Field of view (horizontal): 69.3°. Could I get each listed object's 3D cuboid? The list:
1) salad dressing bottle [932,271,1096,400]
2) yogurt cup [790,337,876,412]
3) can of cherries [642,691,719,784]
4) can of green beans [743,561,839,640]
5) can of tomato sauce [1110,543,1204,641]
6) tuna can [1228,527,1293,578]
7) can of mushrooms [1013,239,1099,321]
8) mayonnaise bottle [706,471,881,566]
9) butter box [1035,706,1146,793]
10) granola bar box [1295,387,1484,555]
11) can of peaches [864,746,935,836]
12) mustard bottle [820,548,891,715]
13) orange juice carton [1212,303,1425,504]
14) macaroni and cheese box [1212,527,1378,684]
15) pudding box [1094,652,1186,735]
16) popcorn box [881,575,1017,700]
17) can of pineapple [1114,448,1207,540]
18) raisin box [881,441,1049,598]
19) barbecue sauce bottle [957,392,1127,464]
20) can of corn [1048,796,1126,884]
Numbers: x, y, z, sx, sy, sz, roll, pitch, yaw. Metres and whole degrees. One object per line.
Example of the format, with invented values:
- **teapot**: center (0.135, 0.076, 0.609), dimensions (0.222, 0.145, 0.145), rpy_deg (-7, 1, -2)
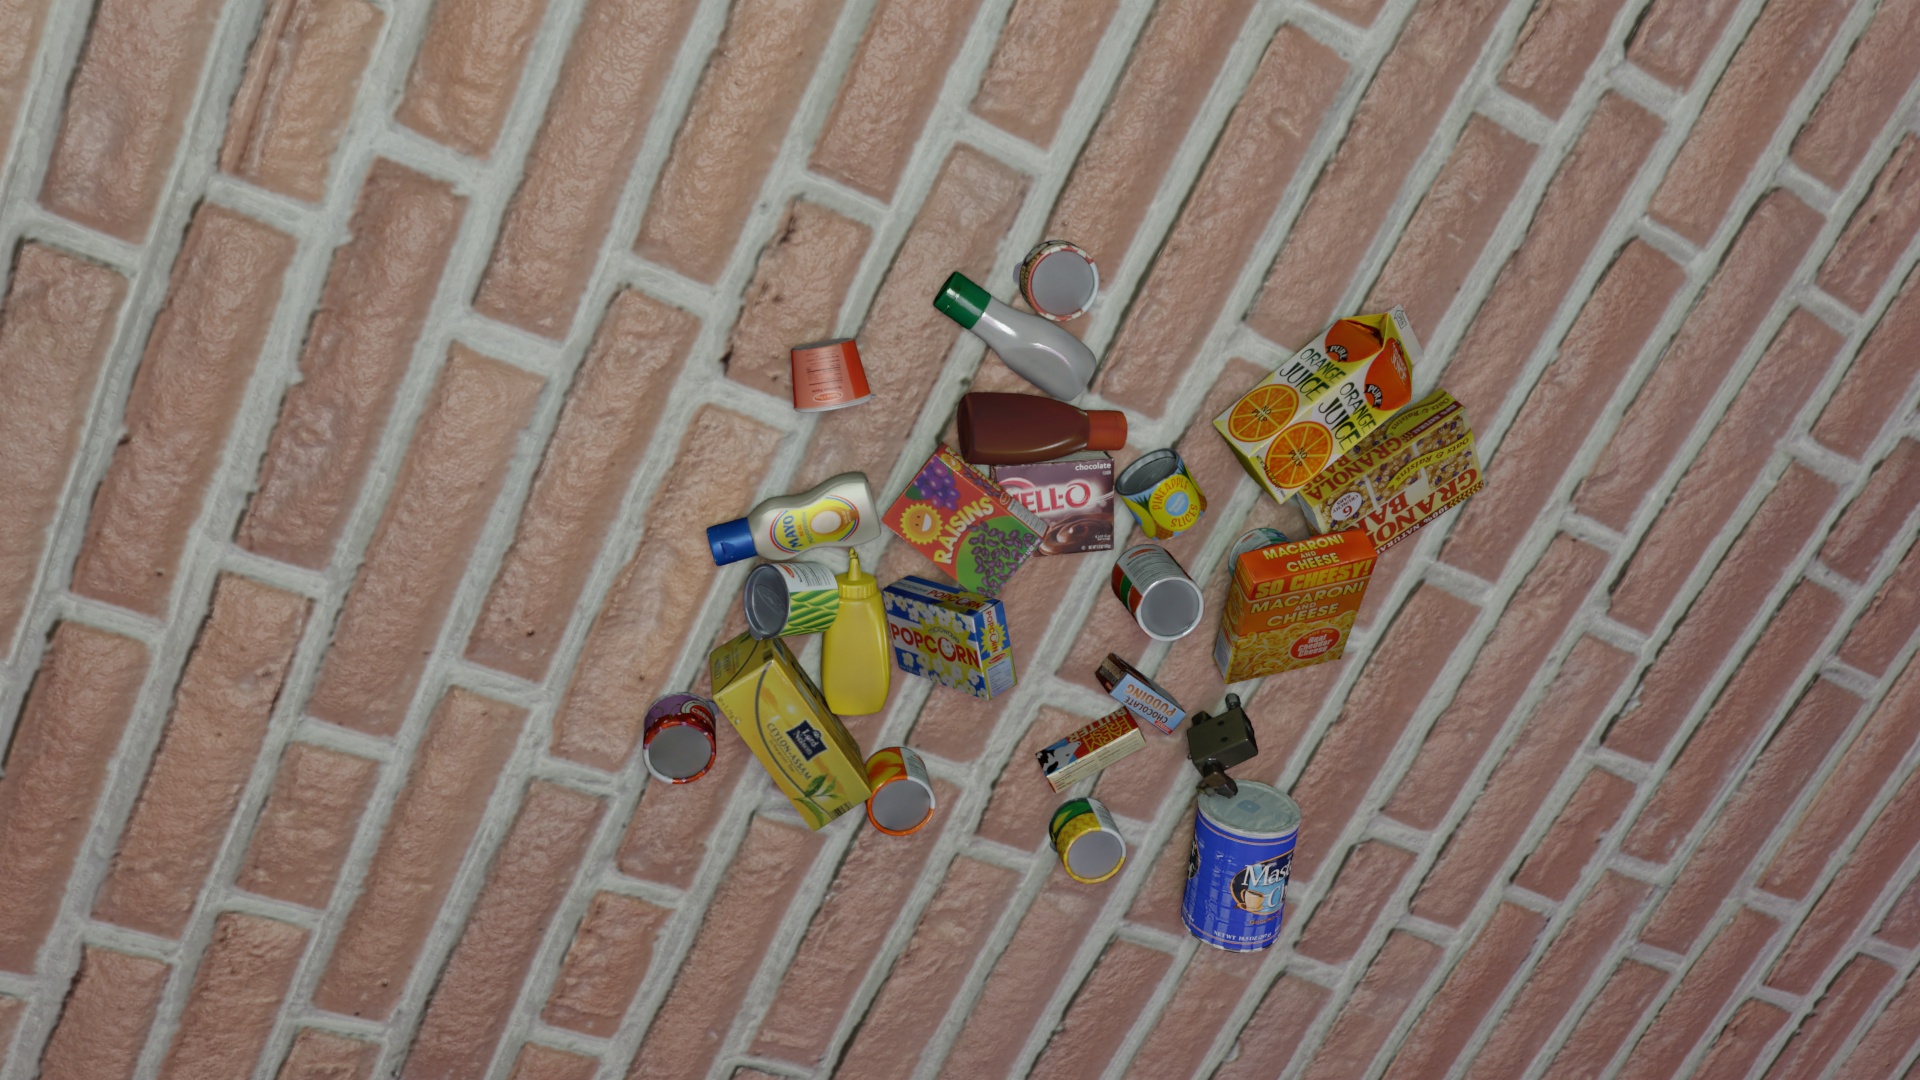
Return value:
- **salad dressing bottle**: center (0.047, -0.178, 1.202), dimensions (0.147, 0.064, 0.044), rpy_deg (32, 62, -14)
- **yogurt cup**: center (-0.112, -0.141, 1.179), dimensions (0.072, 0.072, 0.053), rpy_deg (-11, 104, -7)
- **can of cherries**: center (-0.255, 0.179, 1.270), dimensions (0.071, 0.058, 0.071), rpy_deg (-4, 111, -9)
- **can of green beans**: center (-0.150, 0.052, 1.230), dimensions (0.058, 0.071, 0.071), rpy_deg (-2, 114, -46)
- **can of tomato sauce**: center (0.184, 0.050, 1.297), dimensions (0.071, 0.083, 0.071), rpy_deg (-4, 110, -10)
- **tuna can**: center (0.296, 0.025, 1.338), dimensions (0.071, 0.033, 0.070), rpy_deg (-4, 110, -10)
- **can of mushrooms**: center (0.083, -0.225, 1.203), dimensions (0.071, 0.033, 0.070), rpy_deg (-4, 111, -10)
- **mayonnaise bottle**: center (-0.148, -0.013, 1.229), dimensions (0.148, 0.041, 0.064), rpy_deg (-16, 110, -6)
- **butter box**: center (0.128, 0.205, 1.359), dimensions (0.103, 0.053, 0.024), rpy_deg (-28, 110, -1)
- **granola bar box**: center (0.403, -0.052, 1.306), dimensions (0.165, 0.039, 0.123), rpy_deg (-33, 136, 2)
- **can of peaches**: center (-0.062, 0.242, 1.332), dimensions (0.071, 0.058, 0.071), rpy_deg (-4, 111, -10)
- **mustard bottle**: center (-0.095, 0.081, 1.271), dimensions (0.065, 0.049, 0.159), rpy_deg (0, 110, -6)
- **orange juice carton**: center (0.334, -0.130, 1.260), dimensions (0.192, 0.073, 0.071), rpy_deg (-39, 126, 5)
- **macaroni and cheese box**: center (0.312, 0.063, 1.309), dimensions (0.124, 0.040, 0.165), rpy_deg (-12, 142, -10)
- **pudding box**: center (0.174, 0.149, 1.350), dimensions (0.083, 0.050, 0.030), rpy_deg (36, 98, -21)
- **popcorn box**: center (-0.011, 0.086, 1.250), dimensions (0.038, 0.127, 0.085), rpy_deg (-27, 117, -36)
- **can of pineapple**: center (0.185, -0.042, 1.271), dimensions (0.071, 0.071, 0.057), rpy_deg (-35, 113, 3)
- **raisin box**: center (0.004, -0.015, 1.235), dimensions (0.123, 0.040, 0.085), rpy_deg (38, 114, -4)
- **barbecue sauce bottle**: center (0.074, -0.099, 1.236), dimensions (0.149, 0.043, 0.065), rpy_deg (-1, 67, -16)
- **can of corn**: center (0.126, 0.302, 1.391), dimensions (0.071, 0.058, 0.071), rpy_deg (-4, 110, -10)
